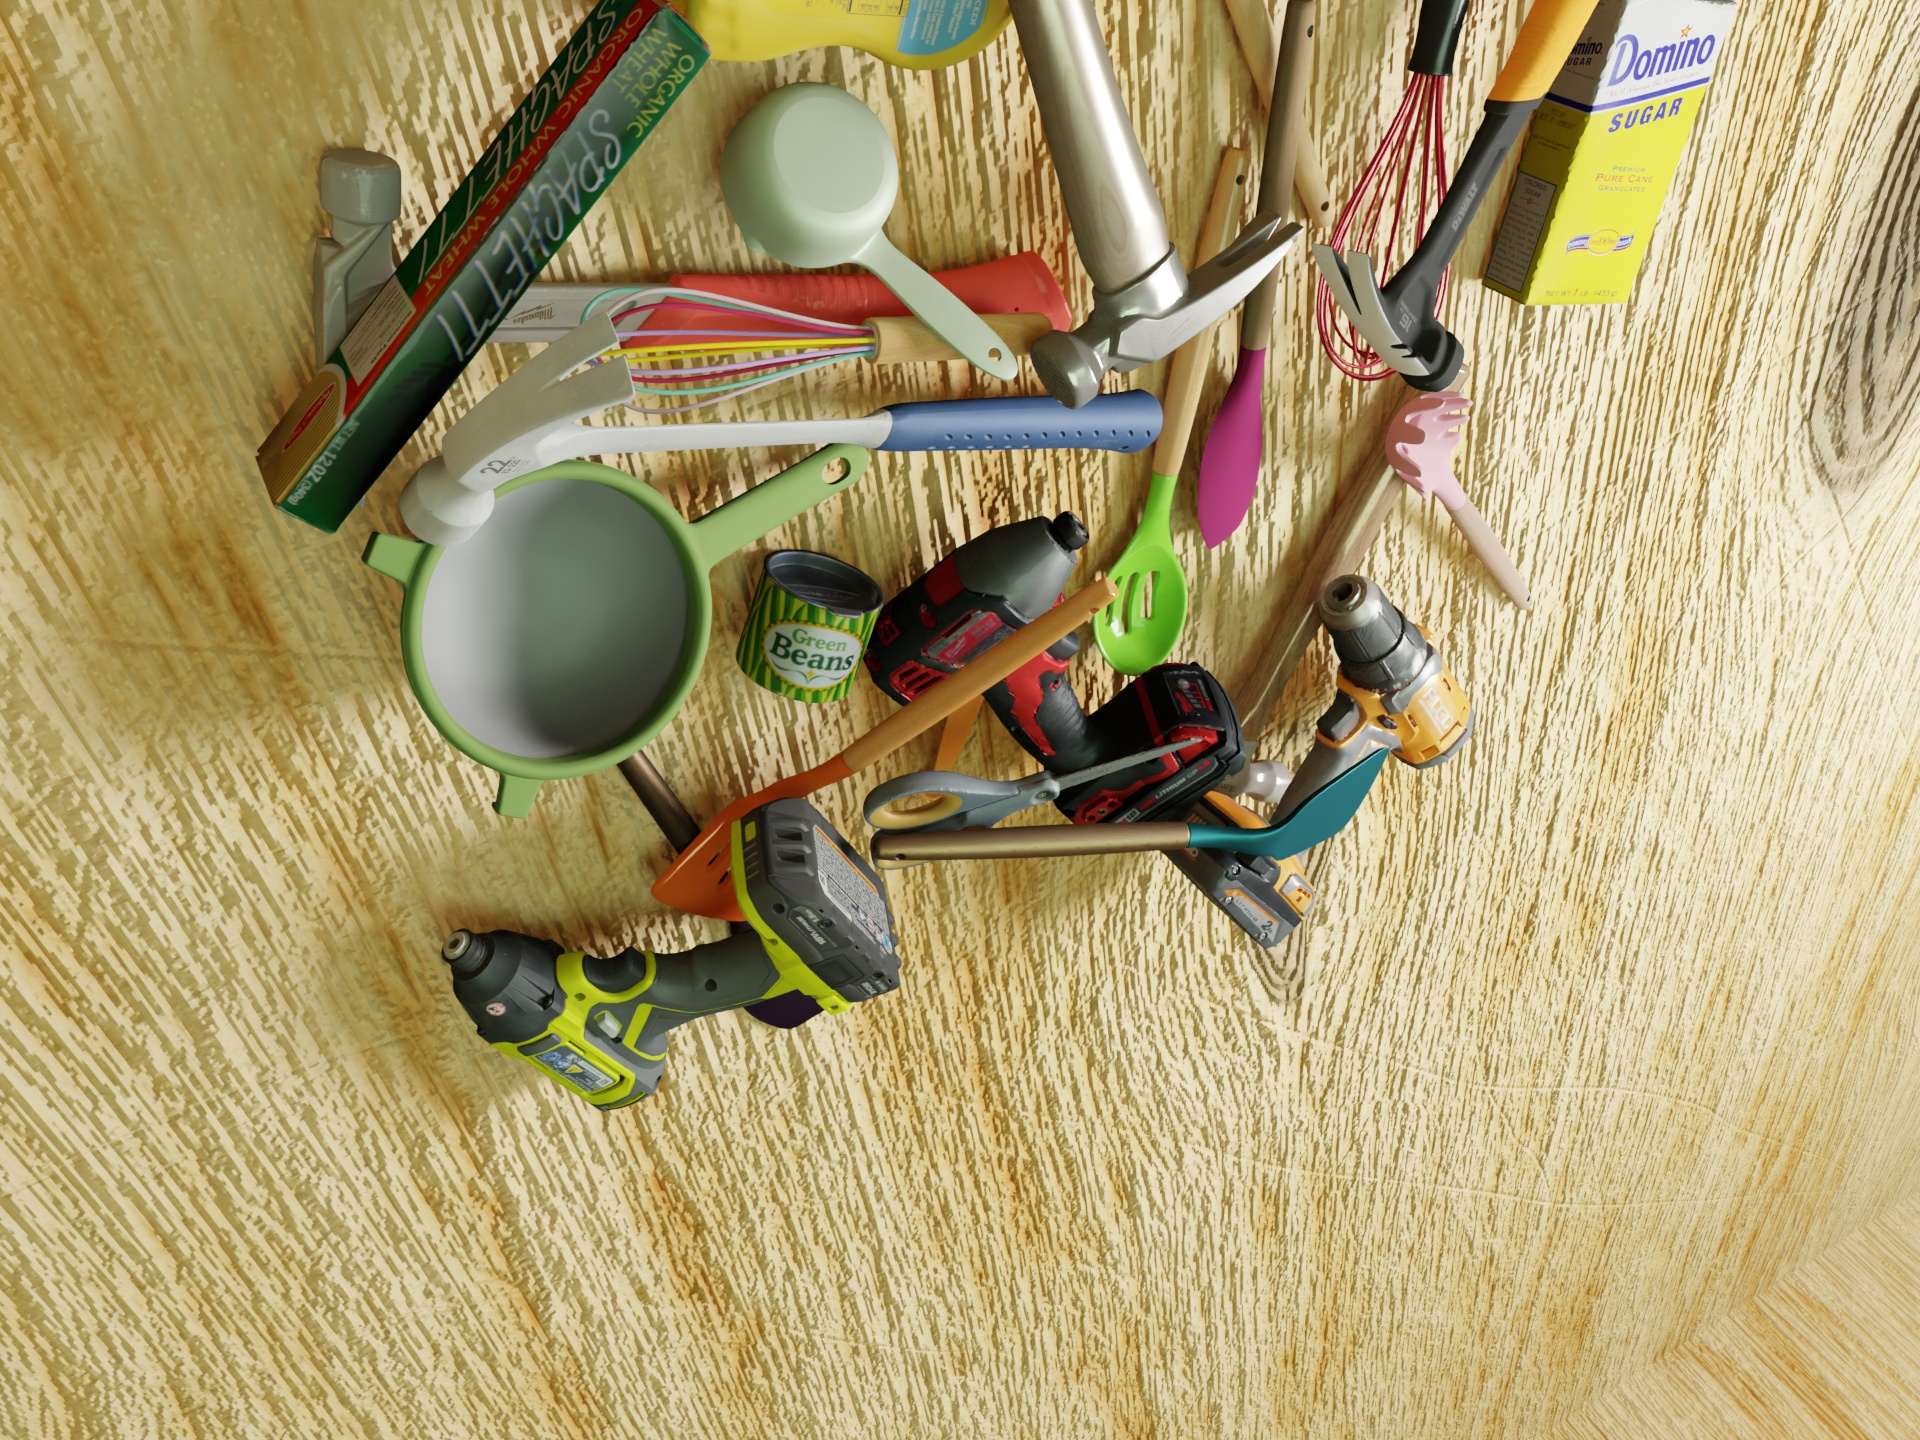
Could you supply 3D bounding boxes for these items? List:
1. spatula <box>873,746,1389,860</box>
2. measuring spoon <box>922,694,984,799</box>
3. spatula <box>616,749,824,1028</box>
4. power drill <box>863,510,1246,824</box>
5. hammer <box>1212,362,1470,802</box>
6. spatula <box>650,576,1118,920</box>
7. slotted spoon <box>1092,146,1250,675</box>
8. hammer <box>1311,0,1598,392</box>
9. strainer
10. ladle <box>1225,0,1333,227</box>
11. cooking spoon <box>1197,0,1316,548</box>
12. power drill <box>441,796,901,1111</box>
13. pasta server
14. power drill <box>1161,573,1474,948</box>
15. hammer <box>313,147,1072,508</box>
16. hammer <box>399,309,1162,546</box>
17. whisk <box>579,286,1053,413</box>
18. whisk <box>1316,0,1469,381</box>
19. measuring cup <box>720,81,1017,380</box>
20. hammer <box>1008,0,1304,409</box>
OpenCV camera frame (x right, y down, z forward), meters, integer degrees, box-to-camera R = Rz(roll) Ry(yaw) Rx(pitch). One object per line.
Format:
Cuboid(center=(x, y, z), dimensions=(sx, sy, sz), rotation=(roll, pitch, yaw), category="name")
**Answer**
Cuboid(center=(0.104, 0.061, 0.933), dimensions=(0.317, 0.044, 0.082), rotation=(-1, 140, -14), category="spatula")
Cuboid(center=(-0.002, -0.003, 0.973), dimensions=(0.021, 0.011, 0.117), rotation=(6, 116, -30), category="measuring spoon")
Cuboid(center=(-0.146, 0.099, 0.950), dimensions=(0.060, 0.018, 0.315), rotation=(-30, 135, -6), category="spatula")
Cuboid(center=(0.062, -0.027, 0.919), dimensions=(0.143, 0.079, 0.219), rotation=(-37, 128, 21), category="power drill")
Cuboid(center=(0.234, -0.087, 1.044), dimensions=(0.130, 0.031, 0.331), rotation=(8, 118, -37), category="hammer")
Cuboid(center=(-0.041, 0.018, 0.876), dimensions=(0.322, 0.041, 0.081), rotation=(-34, 144, 27), category="spatula")
Cuboid(center=(0.125, -0.168, 0.915), dimensions=(0.070, 0.031, 0.313), rotation=(-9, 126, -28), category="slotted spoon")
Cuboid(center=(0.293, -0.345, 0.819), dimensions=(0.127, 0.034, 0.337), rotation=(28, 90, -48), category="hammer")
Cuboid(center=(-0.160, -0.079, 0.780), dimensions=(0.256, 0.069, 0.151), rotation=(-35, 122, -26), category="strainer")
Cuboid(center=(0.136, -0.361, 0.773), dimensions=(0.069, 0.031, 0.315), rotation=(-38, 137, 1), category="ladle")
Cuboid(center=(0.165, -0.230, 0.875), dimensions=(0.069, 0.017, 0.318), rotation=(-38, 144, -36), category="cooking spoon")
Cuboid(center=(-0.162, 0.134, 0.894), dimensions=(0.223, 0.080, 0.171), rotation=(-24, 137, 12), category="power drill")
Cuboid(center=(0.339, -0.131, 1.044), dimensions=(0.316, 0.040, 0.060), rotation=(30, 88, -53), category="pasta server")
Cuboid(center=(0.230, 0.023, 1.049), dimensions=(0.226, 0.084, 0.185), rotation=(-47, 135, -1), category="power drill")
Cuboid(center=(-0.110, -0.182, 0.744), dimensions=(0.359, 0.037, 0.149), rotation=(-8, 127, -28), category="hammer")
Cuboid(center=(-0.044, -0.138, 0.746), dimensions=(0.405, 0.035, 0.144), rotation=(-12, 170, -43), category="hammer")
Cuboid(center=(-0.063, -0.175, 0.732), dimensions=(0.245, 0.051, 0.047), rotation=(-11, 162, -30), category="whisk")
Cuboid(center=(0.247, -0.326, 0.851), dimensions=(0.073, 0.073, 0.295), rotation=(-10, 122, -27), category="whisk")
Cuboid(center=(-0.031, -0.214, 0.712), dimensions=(0.167, 0.038, 0.083), rotation=(40, 71, -15), category="measuring cup")
Cuboid(center=(0.035, -0.324, 0.646), dimensions=(0.146, 0.038, 0.410), rotation=(-36, 134, -7), category="hammer")
